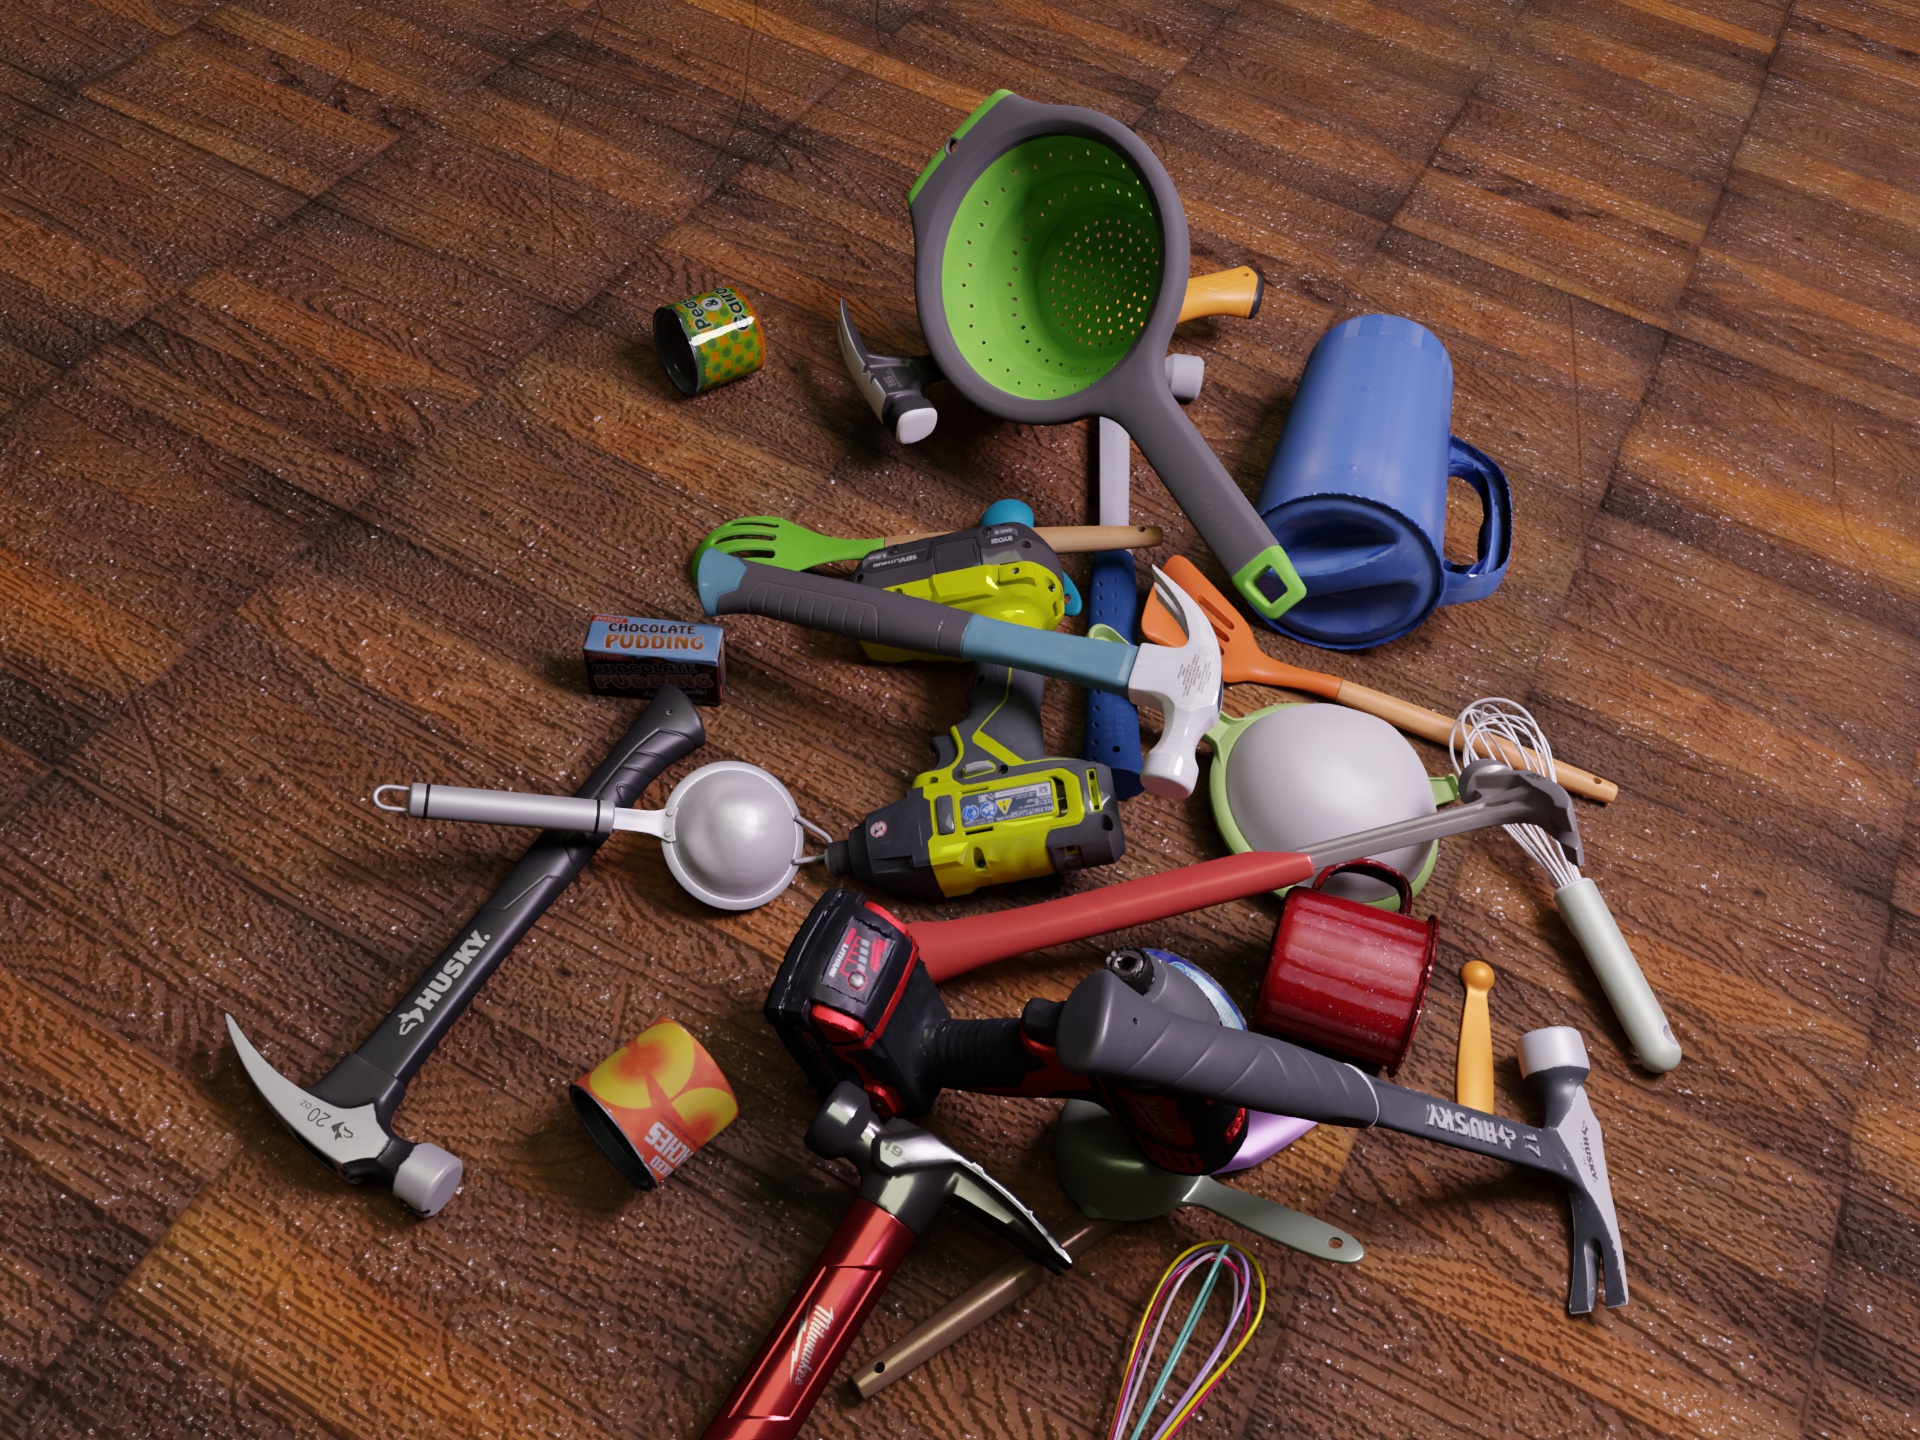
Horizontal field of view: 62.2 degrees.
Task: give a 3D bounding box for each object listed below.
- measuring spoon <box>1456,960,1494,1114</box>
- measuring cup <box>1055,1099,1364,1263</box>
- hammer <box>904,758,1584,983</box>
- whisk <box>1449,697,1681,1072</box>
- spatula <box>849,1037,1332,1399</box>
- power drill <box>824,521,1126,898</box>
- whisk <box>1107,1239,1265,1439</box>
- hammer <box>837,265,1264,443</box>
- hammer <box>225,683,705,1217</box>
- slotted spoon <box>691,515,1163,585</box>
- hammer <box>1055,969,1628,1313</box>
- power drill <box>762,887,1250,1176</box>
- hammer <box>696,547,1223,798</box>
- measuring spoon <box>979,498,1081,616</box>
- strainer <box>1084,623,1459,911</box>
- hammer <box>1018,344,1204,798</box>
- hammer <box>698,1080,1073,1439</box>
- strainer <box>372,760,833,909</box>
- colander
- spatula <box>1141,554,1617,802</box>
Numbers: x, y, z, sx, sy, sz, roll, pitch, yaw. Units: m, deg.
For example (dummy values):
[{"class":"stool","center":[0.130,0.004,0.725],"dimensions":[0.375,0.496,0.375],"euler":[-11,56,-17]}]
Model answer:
[{"class":"measuring spoon","center":[0.293,0.185,0.900],"dimensions":[0.021,0.011,0.117],"euler":[13,52,3]},{"class":"measuring cup","center":[0.122,0.225,0.794],"dimensions":[0.168,0.038,0.083],"euler":[15,40,34]},{"class":"hammer","center":[0.139,0.089,0.852],"dimensions":[0.359,0.149,0.036],"euler":[-15,97,6]},{"class":"whisk","center":[0.362,0.094,0.952],"dimensions":[0.057,0.059,0.247],"euler":[10,52,-46]},{"class":"spatula","center":[0.077,0.251,0.819],"dimensions":[0.316,0.018,0.060],"euler":[-27,50,-26]},{"class":"power drill","center":[-0.002,-0.003,0.959],"dimensions":[0.171,0.080,0.223],"euler":[-11,56,6]},{"class":"whisk","center":[0.077,0.345,0.733],"dimensions":[0.047,0.051,0.245],"euler":[31,58,9]},{"class":"hammer","center":[0.077,-0.293,1.181],"dimensions":[0.337,0.034,0.127],"euler":[-18,59,-21]},{"class":"hammer","center":[-0.250,0.099,0.884],"dimensions":[0.146,0.035,0.335],"euler":[26,54,11]},{"class":"slotted spoon","center":[-0.024,-0.116,1.049],"dimensions":[0.314,0.031,0.070],"euler":[-2,50,2]},{"class":"hammer","center":[0.194,0.183,0.739],"dimensions":[0.408,0.036,0.149],"euler":[22,51,-37]},{"class":"power drill","center":[0.023,0.149,0.774],"dimensions":[0.220,0.143,0.079],"euler":[4,48,28]},{"class":"hammer","center":[-0.008,-0.051,0.927],"dimensions":[0.331,0.033,0.128],"euler":[13,65,18]},{"class":"measuring spoon","center":[0.045,-0.110,1.063],"dimensions":[0.042,0.021,0.129],"euler":[-46,44,11]},{"class":"strainer","center":[0.188,0.008,0.962],"dimensions":[0.256,0.069,0.151],"euler":[36,55,7]},{"class":"hammer","center":[0.100,-0.122,1.097],"dimensions":[0.144,0.035,0.406],"euler":[7,52,-3]},{"class":"hammer","center":[-0.100,0.352,0.690],"dimensions":[0.143,0.038,0.386],"euler":[33,60,7]},{"class":"strainer","center":[-0.190,0.056,0.882],"dimensions":[0.258,0.050,0.087],"euler":[7,72,-18]},{"class":"colander","center":[0.119,-0.235,1.060],"dimensions":[0.094,0.204,0.397],"euler":[-11,64,-56]},{"class":"spatula","center":[0.272,-0.017,1.035],"dimensions":[0.322,0.041,0.081],"euler":[22,51,8]}]
